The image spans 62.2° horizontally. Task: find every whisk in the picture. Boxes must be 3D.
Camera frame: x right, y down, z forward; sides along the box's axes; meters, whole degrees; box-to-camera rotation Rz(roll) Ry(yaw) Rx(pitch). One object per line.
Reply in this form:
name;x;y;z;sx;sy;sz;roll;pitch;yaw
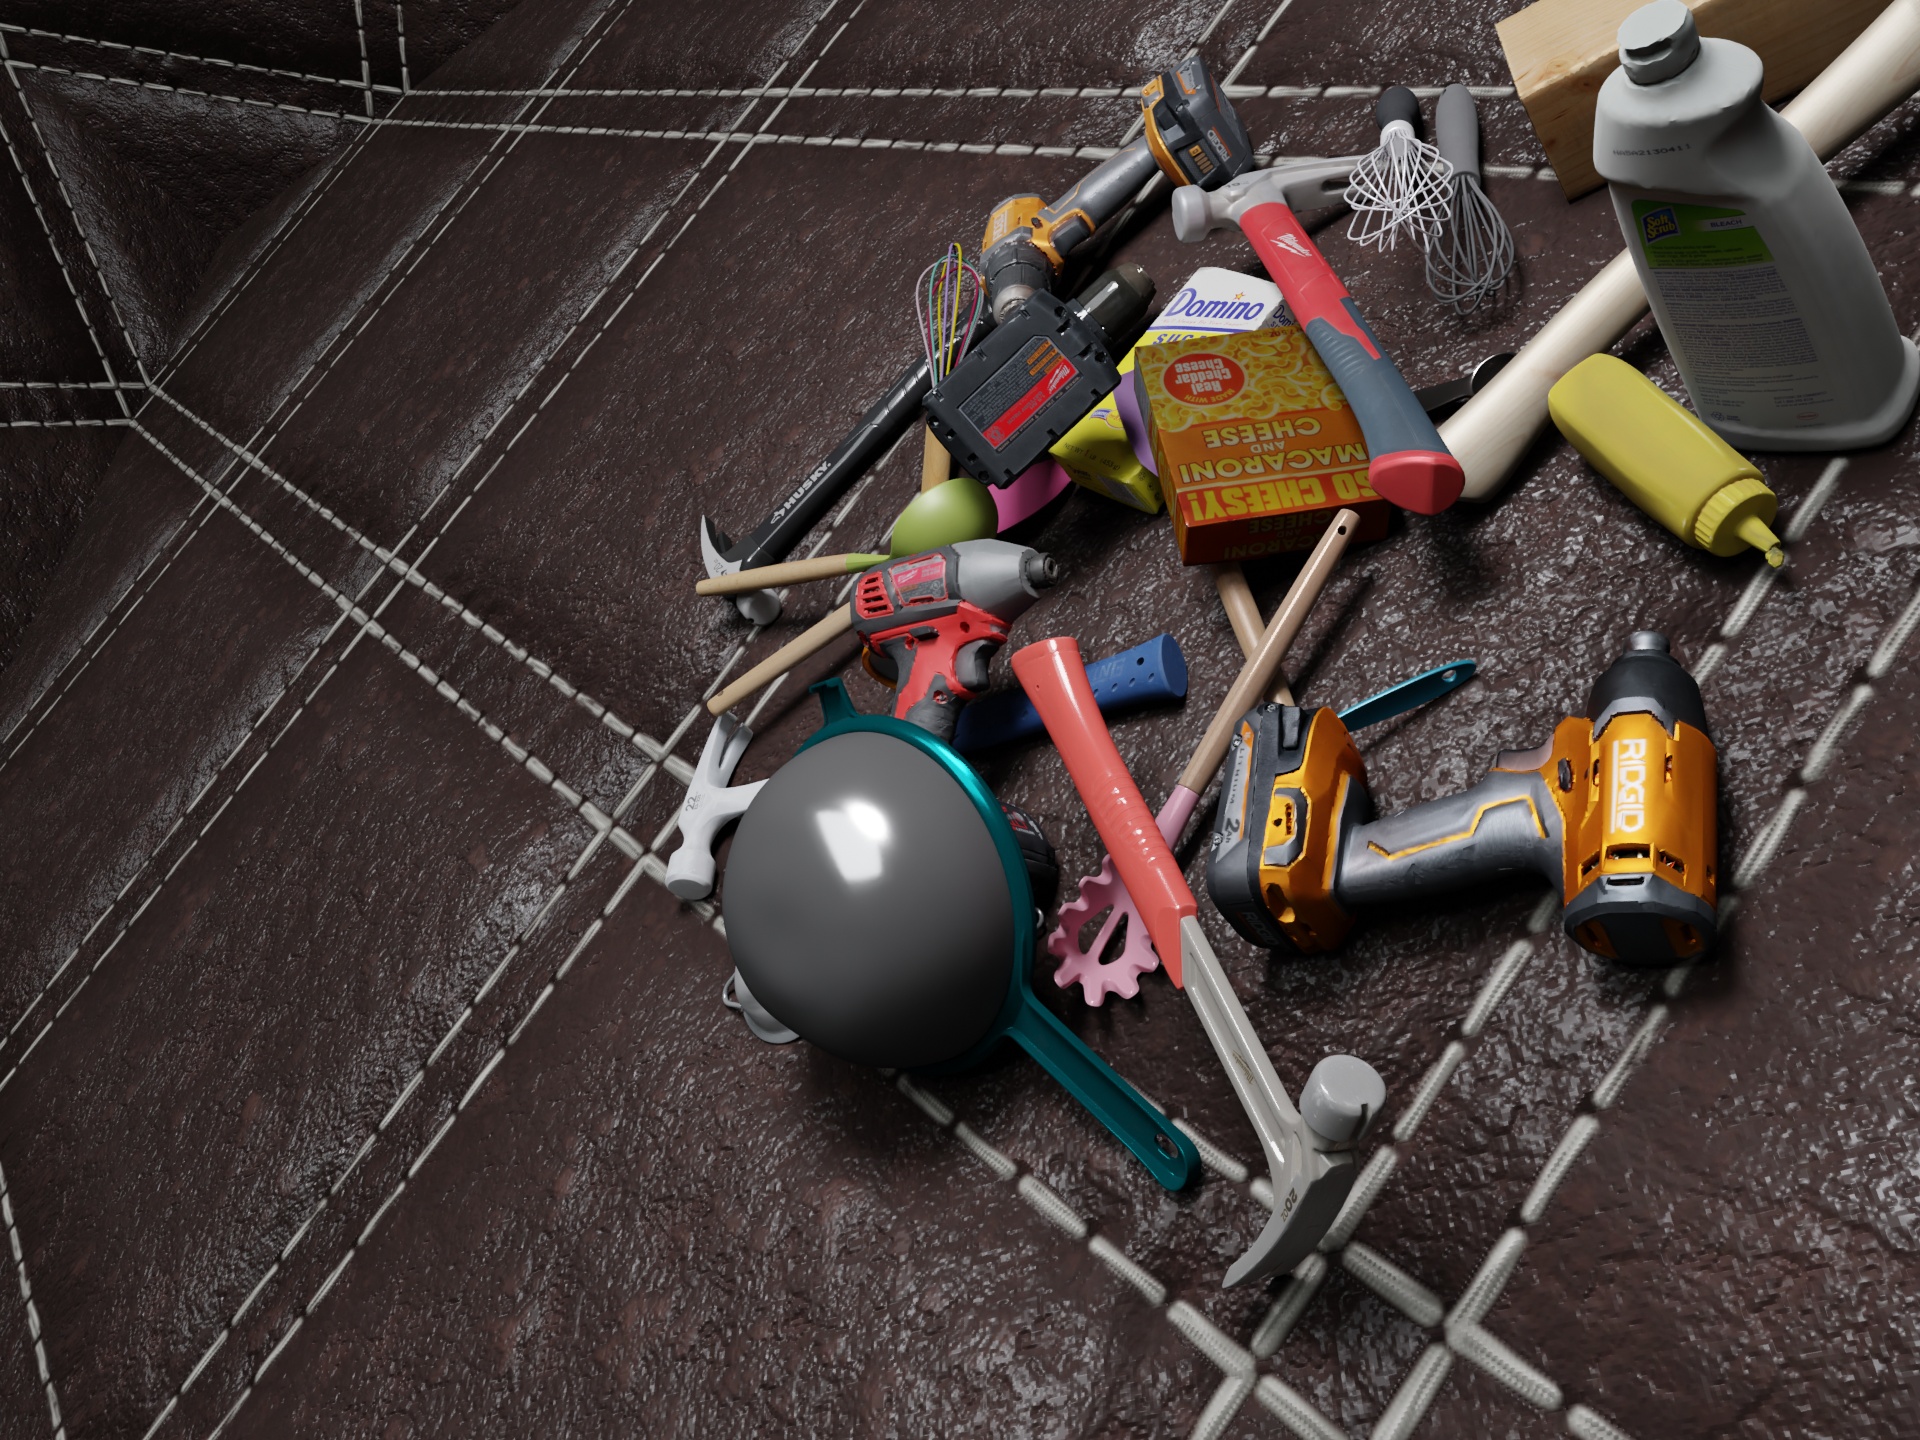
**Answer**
whisk;0.328;-0.347;1.039;0.055;0.055;0.239;-18;43;31
whisk;-0.013;-0.266;1.250;0.047;0.051;0.245;-13;65;41
whisk;0.285;-0.369;1.038;0.070;0.070;0.285;-23;26;27

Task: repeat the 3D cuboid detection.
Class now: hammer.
hammer;0.097;0.092;0.799;0.360;0.036;0.149;-114;28;-43
hammer;0.242;-0.250;0.975;0.143;0.038;0.387;-11;42;0
hammer;0.402;-0.280;0.869;0.410;0.146;0.038;-43;-2;12
hammer;-0.086;-0.231;1.317;0.335;0.035;0.146;-46;40;2
hammer;-0.035;0.013;1.073;0.405;0.035;0.144;-18;48;31

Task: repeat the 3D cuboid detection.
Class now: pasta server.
pasta server;0.143;0.016;0.888;0.316;0.060;0.040;-59;-3;-6

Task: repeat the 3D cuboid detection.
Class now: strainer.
strainer;-0.023;0.141;0.847;0.341;0.095;0.211;39;123;32
strainer;-0.062;0.145;0.989;0.258;0.050;0.087;-17;64;28

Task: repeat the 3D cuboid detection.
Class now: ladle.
ladle;-0.097;-0.125;1.177;0.320;0.078;0.062;-4;88;45

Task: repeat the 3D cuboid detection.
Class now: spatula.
spatula;0.157;-0.115;0.982;0.060;0.018;0.316;-19;55;8

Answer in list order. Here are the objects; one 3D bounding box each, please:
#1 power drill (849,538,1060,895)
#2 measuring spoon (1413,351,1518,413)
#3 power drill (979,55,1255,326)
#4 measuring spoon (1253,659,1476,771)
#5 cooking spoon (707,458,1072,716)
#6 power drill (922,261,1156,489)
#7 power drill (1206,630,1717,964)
power drill;-0.002;-0.003;0.971;0.143;0.078;0.220;-11;71;35
measuring spoon;0.289;-0.192;0.972;0.124;0.018;0.034;-13;57;43
power drill;0.110;-0.393;1.222;0.226;0.084;0.186;-30;31;24
measuring spoon;0.215;-0.009;0.863;0.128;0.042;0.021;-24;45;7
cooking spoon;-0.053;-0.096;1.166;0.319;0.017;0.069;-34;35;4
power drill;0.062;-0.247;1.104;0.188;0.080;0.227;-41;7;12
power drill;0.246;0.035;0.774;0.226;0.084;0.164;-6;54;34
